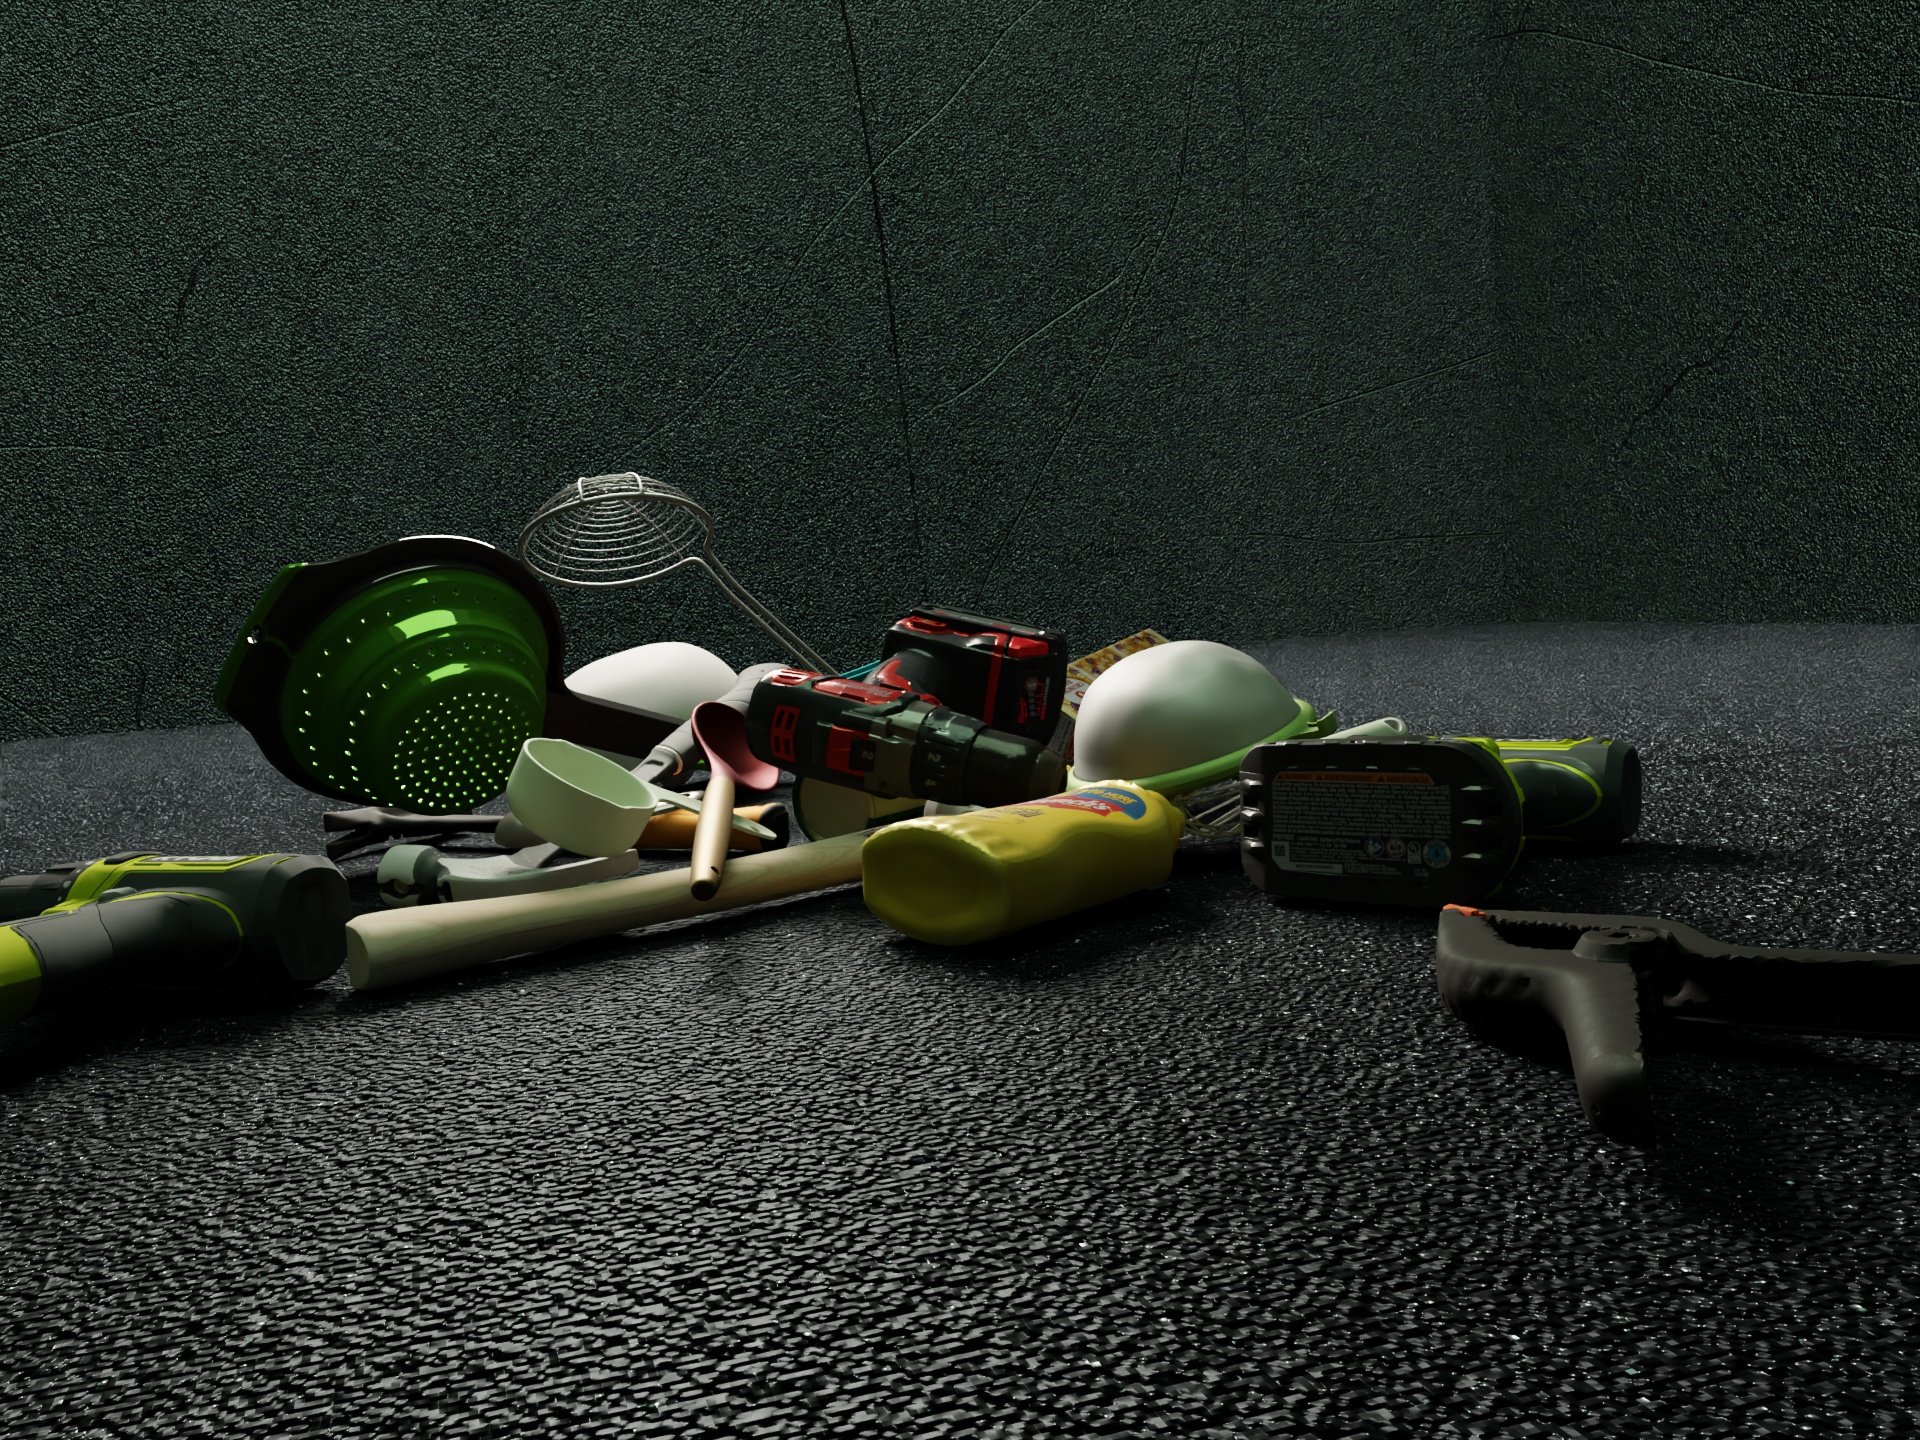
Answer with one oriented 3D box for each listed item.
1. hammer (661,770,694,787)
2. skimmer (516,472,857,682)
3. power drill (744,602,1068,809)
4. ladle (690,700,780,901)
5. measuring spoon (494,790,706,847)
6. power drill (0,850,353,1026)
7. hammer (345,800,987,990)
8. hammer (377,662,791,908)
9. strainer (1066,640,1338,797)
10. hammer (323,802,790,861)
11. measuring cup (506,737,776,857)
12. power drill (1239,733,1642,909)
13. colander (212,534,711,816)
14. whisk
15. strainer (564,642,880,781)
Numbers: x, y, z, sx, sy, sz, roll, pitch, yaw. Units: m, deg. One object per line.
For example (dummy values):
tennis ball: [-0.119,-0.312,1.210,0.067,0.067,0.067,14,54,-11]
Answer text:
hammer: [-0.079,-0.010,1.350,0.386,0.038,0.143,-11,16,32]
skimmer: [-0.133,-0.038,1.092,0.127,0.363,0.090,-32,24,42]
power drill: [-0.002,-0.003,0.969,0.188,0.080,0.227,14,18,19]
ladle: [-0.129,0.043,0.860,0.031,0.069,0.315,-46,12,5]
measuring spoon: [-0.202,0.049,0.901,0.124,0.018,0.034,-12,19,-27]
power drill: [-0.400,0.097,0.658,0.190,0.080,0.228,-2,3,18]
hammer: [-0.105,0.083,0.826,0.410,0.038,0.146,-8,8,-40]
hammer: [-0.197,0.031,1.045,0.149,0.036,0.409,1,18,17]
strainer: [0.123,-0.019,0.971,0.151,0.069,0.256,-18,11,2]
hammer: [-0.268,0.072,1.075,0.337,0.034,0.127,-1,5,26]
measuring cup: [-0.172,0.056,0.870,0.167,0.038,0.083,23,9,-43]
power drill: [0.243,0.043,0.836,0.171,0.080,0.223,0,2,36]
colander: [-0.284,0.008,1.074,0.396,0.204,0.095,18,21,-51]
whisk: [0.207,0.031,0.994,0.246,0.059,0.058,-14,44,-41]
strainer: [-0.214,-0.030,1.323,0.340,0.095,0.211,-19,13,5]
